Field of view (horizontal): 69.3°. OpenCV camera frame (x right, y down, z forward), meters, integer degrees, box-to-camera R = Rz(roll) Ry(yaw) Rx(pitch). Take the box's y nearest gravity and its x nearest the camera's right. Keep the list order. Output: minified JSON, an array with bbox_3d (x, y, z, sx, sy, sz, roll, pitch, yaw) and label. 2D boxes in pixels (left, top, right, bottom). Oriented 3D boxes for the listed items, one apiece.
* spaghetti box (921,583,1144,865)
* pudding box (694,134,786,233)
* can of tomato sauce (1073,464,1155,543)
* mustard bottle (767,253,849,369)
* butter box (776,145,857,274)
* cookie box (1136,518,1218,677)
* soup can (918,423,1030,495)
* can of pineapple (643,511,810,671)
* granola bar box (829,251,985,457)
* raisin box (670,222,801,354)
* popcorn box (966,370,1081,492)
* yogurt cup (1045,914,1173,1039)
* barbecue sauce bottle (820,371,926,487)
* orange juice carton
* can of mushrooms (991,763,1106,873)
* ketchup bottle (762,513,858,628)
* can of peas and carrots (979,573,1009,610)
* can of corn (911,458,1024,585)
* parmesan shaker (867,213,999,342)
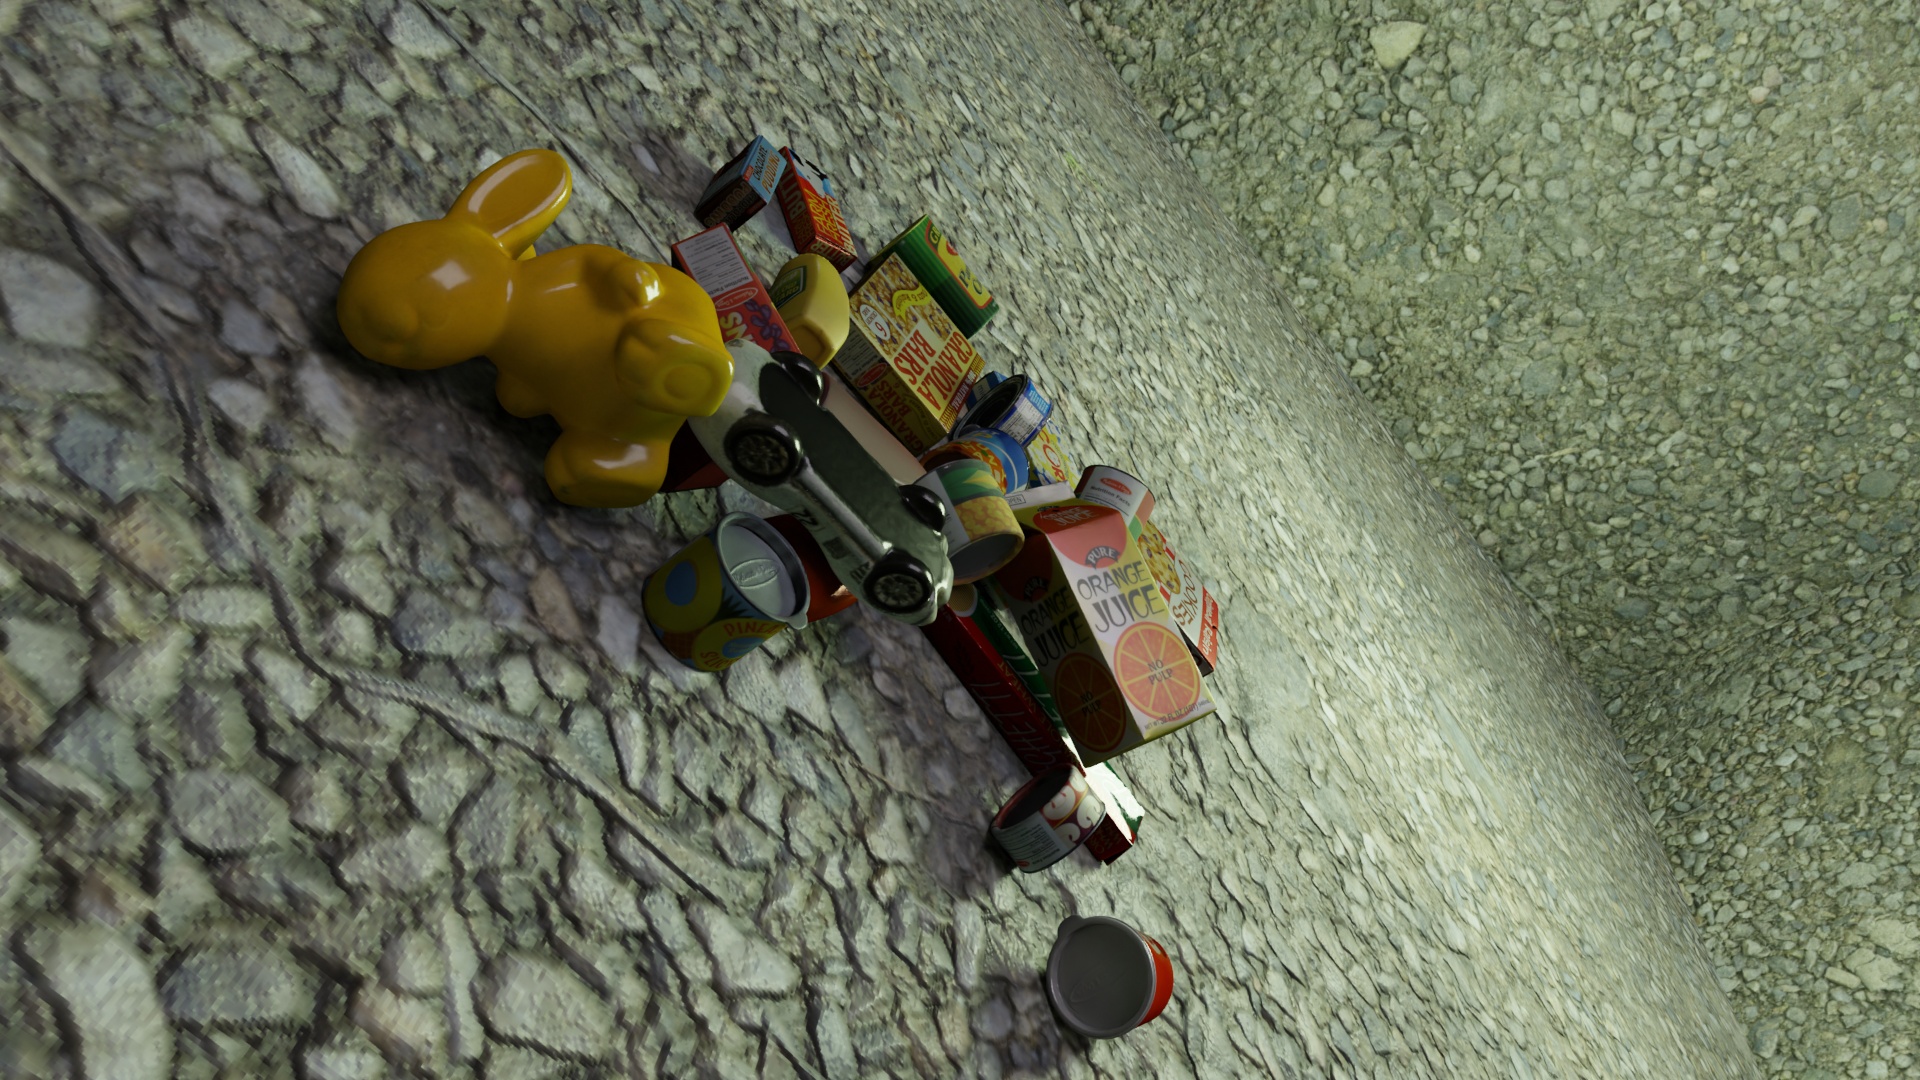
[{"bbox_3d":[0.040,0.109,0.949,0.250,0.028,0.050,53,26,-5],"label":"spaghetti box"},{"bbox_3d":[-0.160,-0.260,1.018,0.030,0.049,0.084,45,26,-25],"label":"pudding box"},{"bbox_3d":[0.114,-0.009,1.144,0.071,0.071,0.083,41,65,-29],"label":"can of tomato sauce"},{"bbox_3d":[-0.111,-0.167,0.983,0.048,0.065,0.161,48,19,-26],"label":"mustard bottle"},{"bbox_3d":[-0.121,-0.269,1.130,0.053,0.024,0.104,21,41,-52],"label":"butter box"},{"bbox_3d":[0.170,0.036,1.257,0.167,0.040,0.123,50,25,-12],"label":"cookie box"},{"bbox_3d":[0.006,-0.048,1.035,0.071,0.071,0.084,56,25,1],"label":"soup can"},{"bbox_3d":[-0.121,0.029,0.723,0.071,0.057,0.071,41,29,-28],"label":"can of pineapple"},{"bbox_3d":[-0.046,-0.150,1.102,0.124,0.039,0.166,49,25,-13],"label":"granola bar box"},{"bbox_3d":[-0.133,-0.120,0.858,0.123,0.040,0.086,60,-17,10],"label":"raisin box"},{"bbox_3d":[0.059,-0.078,1.200,0.085,0.038,0.127,21,42,-52],"label":"popcorn box"},{"bbox_3d":[0.091,0.257,0.819,0.054,0.072,0.072,31,33,-57],"label":"yogurt cup"},{"bbox_3d":[-0.056,-0.048,0.952,0.148,0.043,0.065,42,26,-28],"label":"barbecue sauce bottle"},{"bbox_3d":[0.088,0.049,0.946,0.072,0.072,0.193,-16,75,-35],"label":"orange juice carton"},{"bbox_3d":[0.055,0.169,0.855,0.033,0.071,0.071,52,25,-6],"label":"can of mushrooms"},{"bbox_3d":[-0.076,0.011,0.843,0.065,0.043,0.149,62,25,7],"label":"ketchup bottle"},{"bbox_3d":[0.042,0.009,1.024,0.058,0.070,0.071,56,24,-1],"label":"can of peas and carrots"},{"bbox_3d":[0.003,-0.011,0.913,0.071,0.071,0.058,15,43,-55],"label":"can of corn"},{"bbox_3d":[-0.022,-0.221,1.200,0.103,0.071,0.071,50,25,-14],"label":"parmesan shaker"}]
